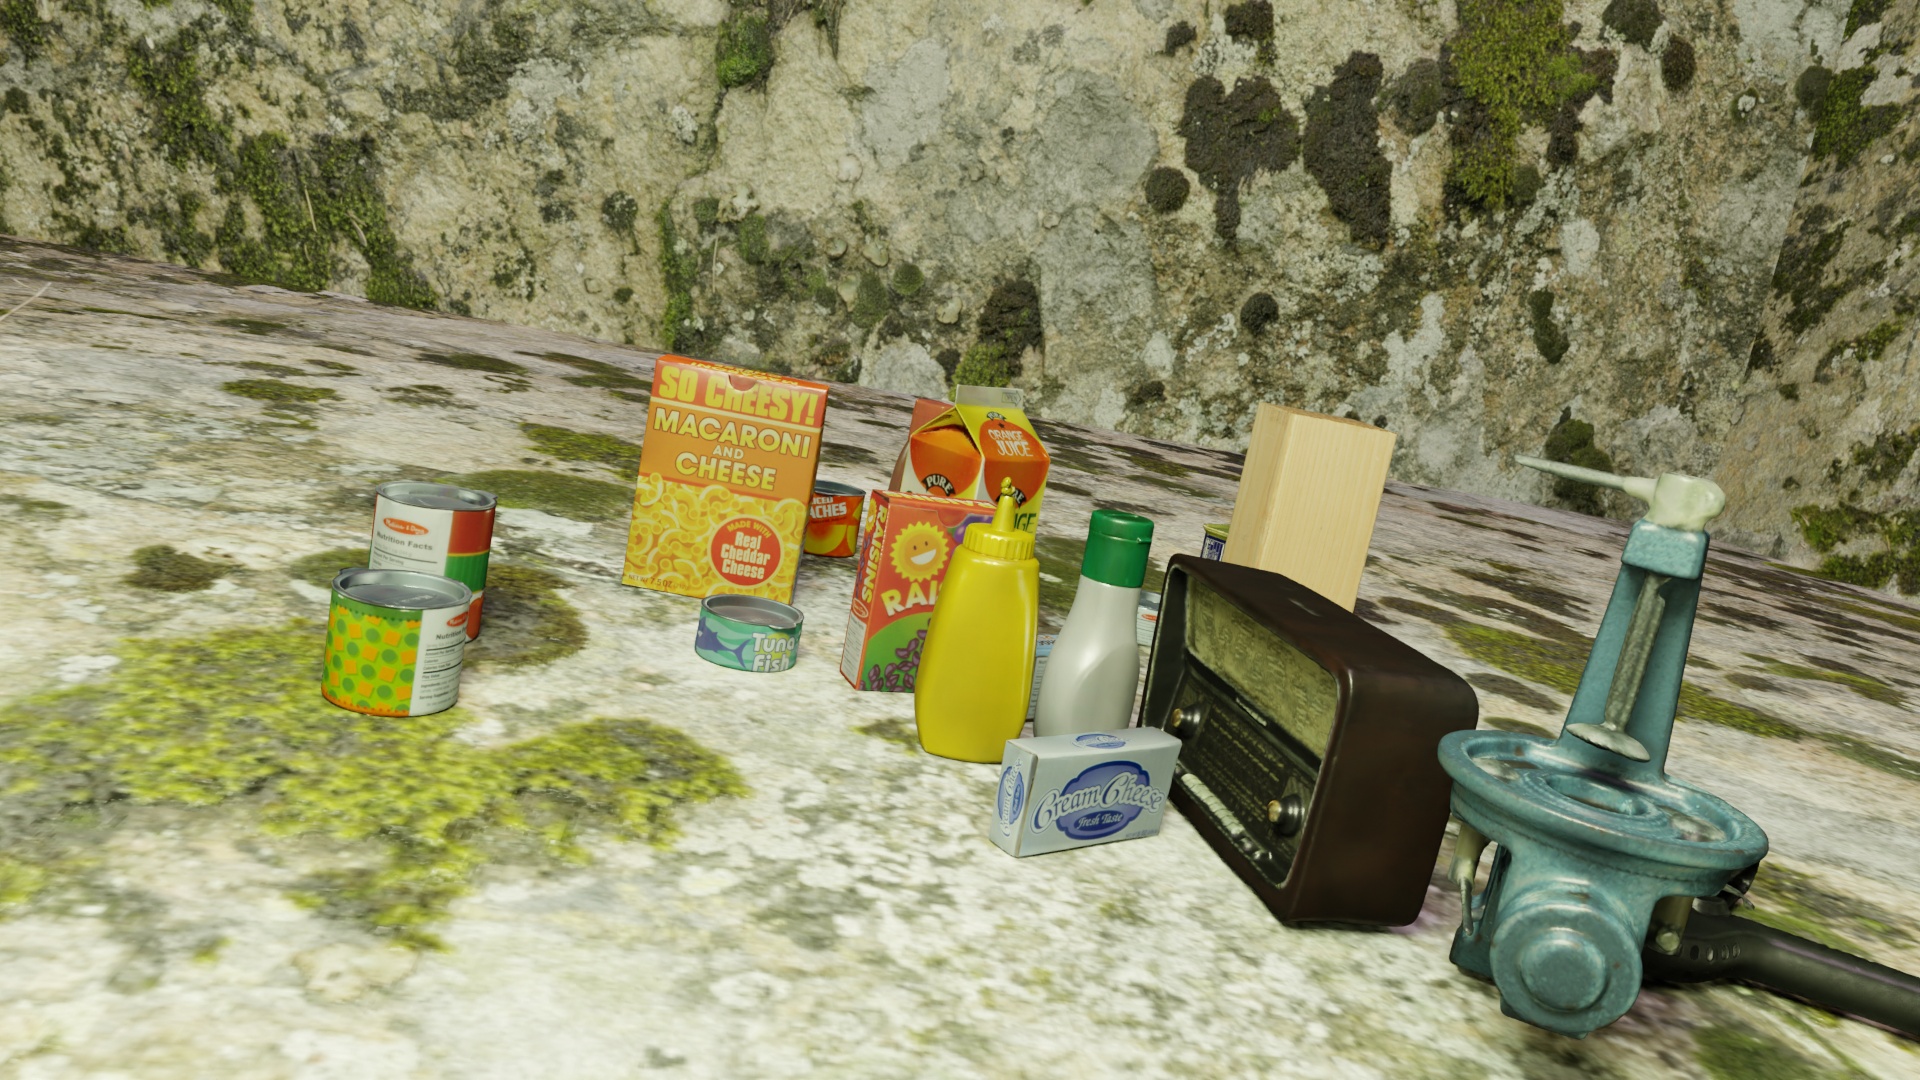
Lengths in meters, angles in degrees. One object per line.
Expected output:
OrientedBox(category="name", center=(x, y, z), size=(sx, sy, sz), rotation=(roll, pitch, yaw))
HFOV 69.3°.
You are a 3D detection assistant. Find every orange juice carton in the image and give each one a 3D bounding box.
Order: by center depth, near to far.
OrientedBox(category="orange juice carton", center=(0.003, -0.012, 0.960), size=(0.073, 0.192, 0.072), rotation=(20, 13, 40))

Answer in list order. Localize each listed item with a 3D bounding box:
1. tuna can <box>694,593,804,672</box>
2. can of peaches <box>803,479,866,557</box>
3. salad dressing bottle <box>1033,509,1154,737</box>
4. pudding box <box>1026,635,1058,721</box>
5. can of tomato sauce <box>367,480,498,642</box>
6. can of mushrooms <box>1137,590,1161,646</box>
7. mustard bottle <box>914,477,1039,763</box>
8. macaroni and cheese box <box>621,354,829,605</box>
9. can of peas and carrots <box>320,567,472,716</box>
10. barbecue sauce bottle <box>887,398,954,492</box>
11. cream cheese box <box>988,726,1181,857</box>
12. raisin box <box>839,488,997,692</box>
OrientedBox(category="tuna can", center=(-0.133, 0.059, 0.883), size=(0.071, 0.032, 0.071), rotation=(11, 11, -2))
OrientedBox(category="can of peaches", center=(-0.122, -0.020, 1.235), size=(0.071, 0.058, 0.071), rotation=(11, 11, -2))
OrientedBox(category="salad dressing bottle", center=(0.080, 0.057, 0.800), size=(0.064, 0.147, 0.044), rotation=(1, 14, -44))
OrientedBox(category="pudding box", center=(0.036, 0.086, 0.869), size=(0.084, 0.049, 0.030), rotation=(2, 14, -39))
OrientedBox(category="can of tomato sauce", center=(-0.309, 0.013, 0.811), size=(0.071, 0.083, 0.071), rotation=(11, 10, -2))
OrientedBox(category="can of mushrooms", center=(0.156, 0.064, 1.145), size=(0.071, 0.033, 0.071), rotation=(11, 11, -2))
OrientedBox(category="mustard bottle", center=(0.015, 0.042, 0.777), size=(0.065, 0.160, 0.049), rotation=(10, 10, -5))
OrientedBox(category="macaroni and cheese box", center=(-0.169, -0.040, 1.004), size=(0.124, 0.166, 0.040), rotation=(10, 10, -4))
OrientedBox(category="can of peas and carrots", center=(-0.288, 0.050, 0.704), size=(0.071, 0.058, 0.071), rotation=(11, 11, -2))
OrientedBox(category="barbecue sauce bottle", center=(-0.036, -0.050, 1.233), size=(0.044, 0.148, 0.065), rotation=(18, 13, 36))
OrientedBox(category="cream cheese box", center=(0.063, 0.124, 0.690), size=(0.104, 0.053, 0.024), rotation=(2, 14, -39))
OrientedBox(category="raisin box", center=(-0.023, 0.034, 0.883), size=(0.086, 0.123, 0.040), rotation=(6, 11, -24))
